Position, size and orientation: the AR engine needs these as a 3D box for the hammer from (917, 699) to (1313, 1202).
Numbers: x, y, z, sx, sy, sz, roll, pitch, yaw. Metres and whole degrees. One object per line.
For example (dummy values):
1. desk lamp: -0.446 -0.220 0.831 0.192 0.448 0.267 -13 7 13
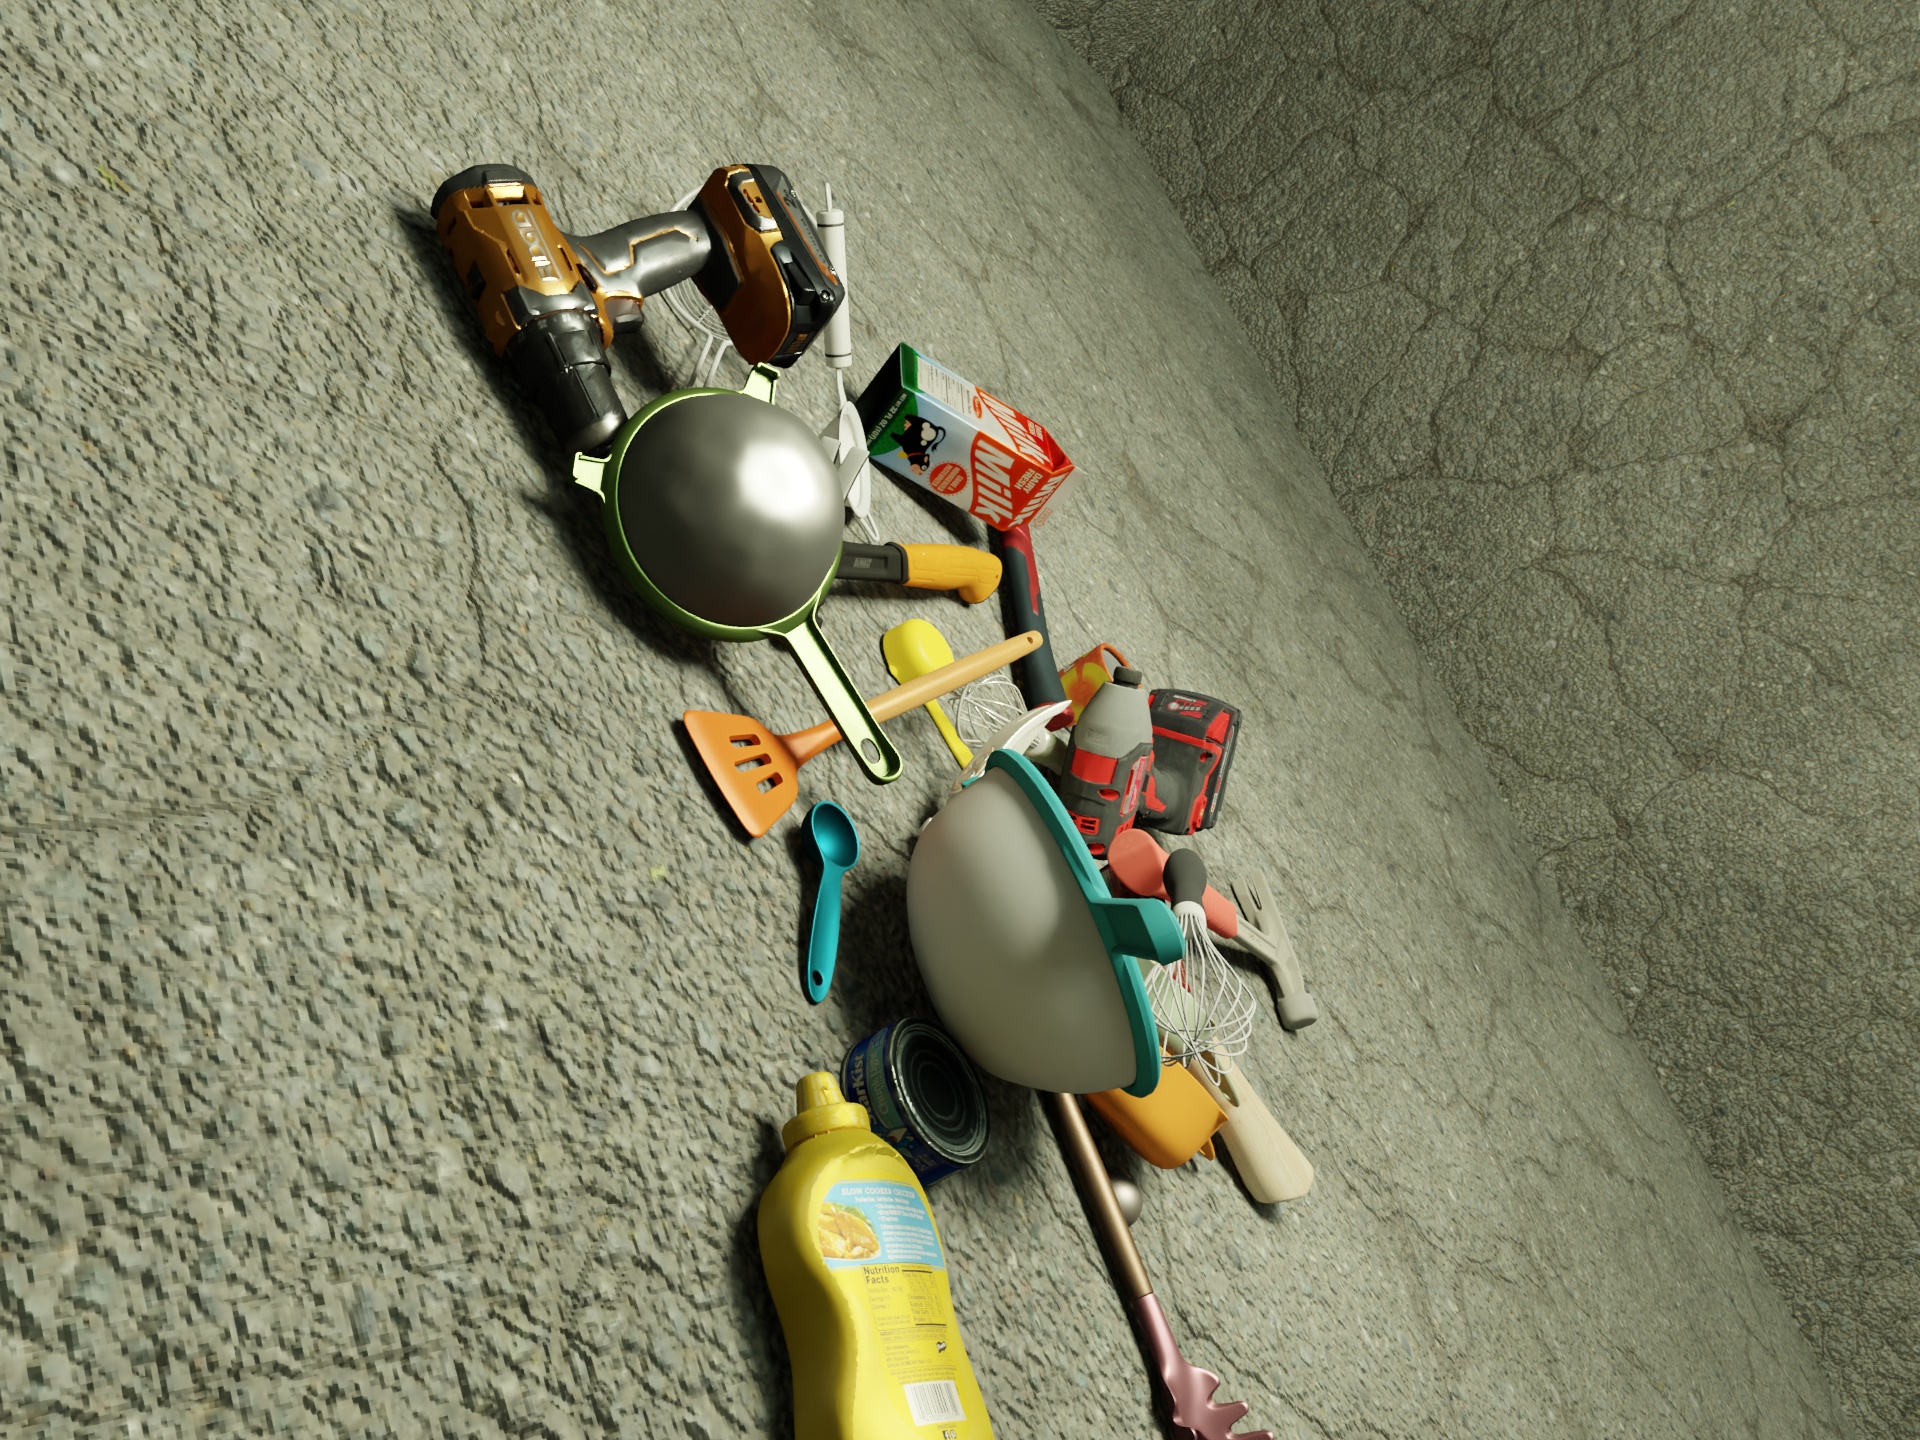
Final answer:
1. hammer: 0.133 0.177 1.102 0.410 0.038 0.146 53 56 -18

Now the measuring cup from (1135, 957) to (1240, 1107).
1. measuring cup: 0.143 0.219 1.048 0.083 0.038 0.167 30 -22 51

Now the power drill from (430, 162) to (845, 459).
1. power drill: -0.182 -0.249 0.962 0.226 0.084 0.185 -19 78 -39

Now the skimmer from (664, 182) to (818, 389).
1. skimmer: -0.165 -0.251 1.054 0.127 0.090 0.364 20 37 -12

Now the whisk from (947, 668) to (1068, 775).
1. whisk: 0.051 0.013 1.172 0.246 0.058 0.059 33 77 -61

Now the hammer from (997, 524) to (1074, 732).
1. hammer: 0.042 -0.142 1.378 0.143 0.038 0.387 37 31 -35

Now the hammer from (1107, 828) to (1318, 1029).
1. hammer: 0.201 0.145 1.277 0.358 0.036 0.149 36 31 -54

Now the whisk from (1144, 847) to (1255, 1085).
1. whisk: 0.142 0.139 0.983 0.070 0.070 0.285 53 15 -9

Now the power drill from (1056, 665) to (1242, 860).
1. power drill: 0.145 0.029 1.247 0.219 0.078 0.143 -2 106 -63

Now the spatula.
1. spatula: -0.044 -0.011 0.985 0.322 0.041 0.081 -26 83 -46

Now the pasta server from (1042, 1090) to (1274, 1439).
1. pasta server: 0.102 0.310 0.937 0.060 0.040 0.316 4 55 -48

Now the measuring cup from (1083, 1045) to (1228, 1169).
1. measuring cup: 0.129 0.264 1.029 0.095 0.052 0.173 35 -19 39

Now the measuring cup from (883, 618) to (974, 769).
1. measuring cup: -0.002 -0.004 1.134 0.156 0.029 0.062 59 24 2

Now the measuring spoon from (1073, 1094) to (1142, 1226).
1. measuring spoon: 0.082 0.254 0.990 0.034 0.018 0.124 1 58 -62

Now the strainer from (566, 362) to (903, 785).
1. strainer: -0.092 -0.078 0.893 0.151 0.069 0.256 -36 99 -34

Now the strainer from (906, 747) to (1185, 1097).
1. strainer: 0.033 0.122 0.832 0.340 0.095 0.211 140 -72 -80

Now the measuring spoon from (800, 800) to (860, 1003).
1. measuring spoon: -0.080 0.102 0.881 0.042 0.021 0.129 41 37 -36

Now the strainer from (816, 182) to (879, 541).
1. strainer: -0.090 -0.254 1.150 0.087 0.050 0.258 -72 162 -65

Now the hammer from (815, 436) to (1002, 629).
1. hammer: -0.036 -0.120 1.143 0.034 0.127 0.337 20 9 18
